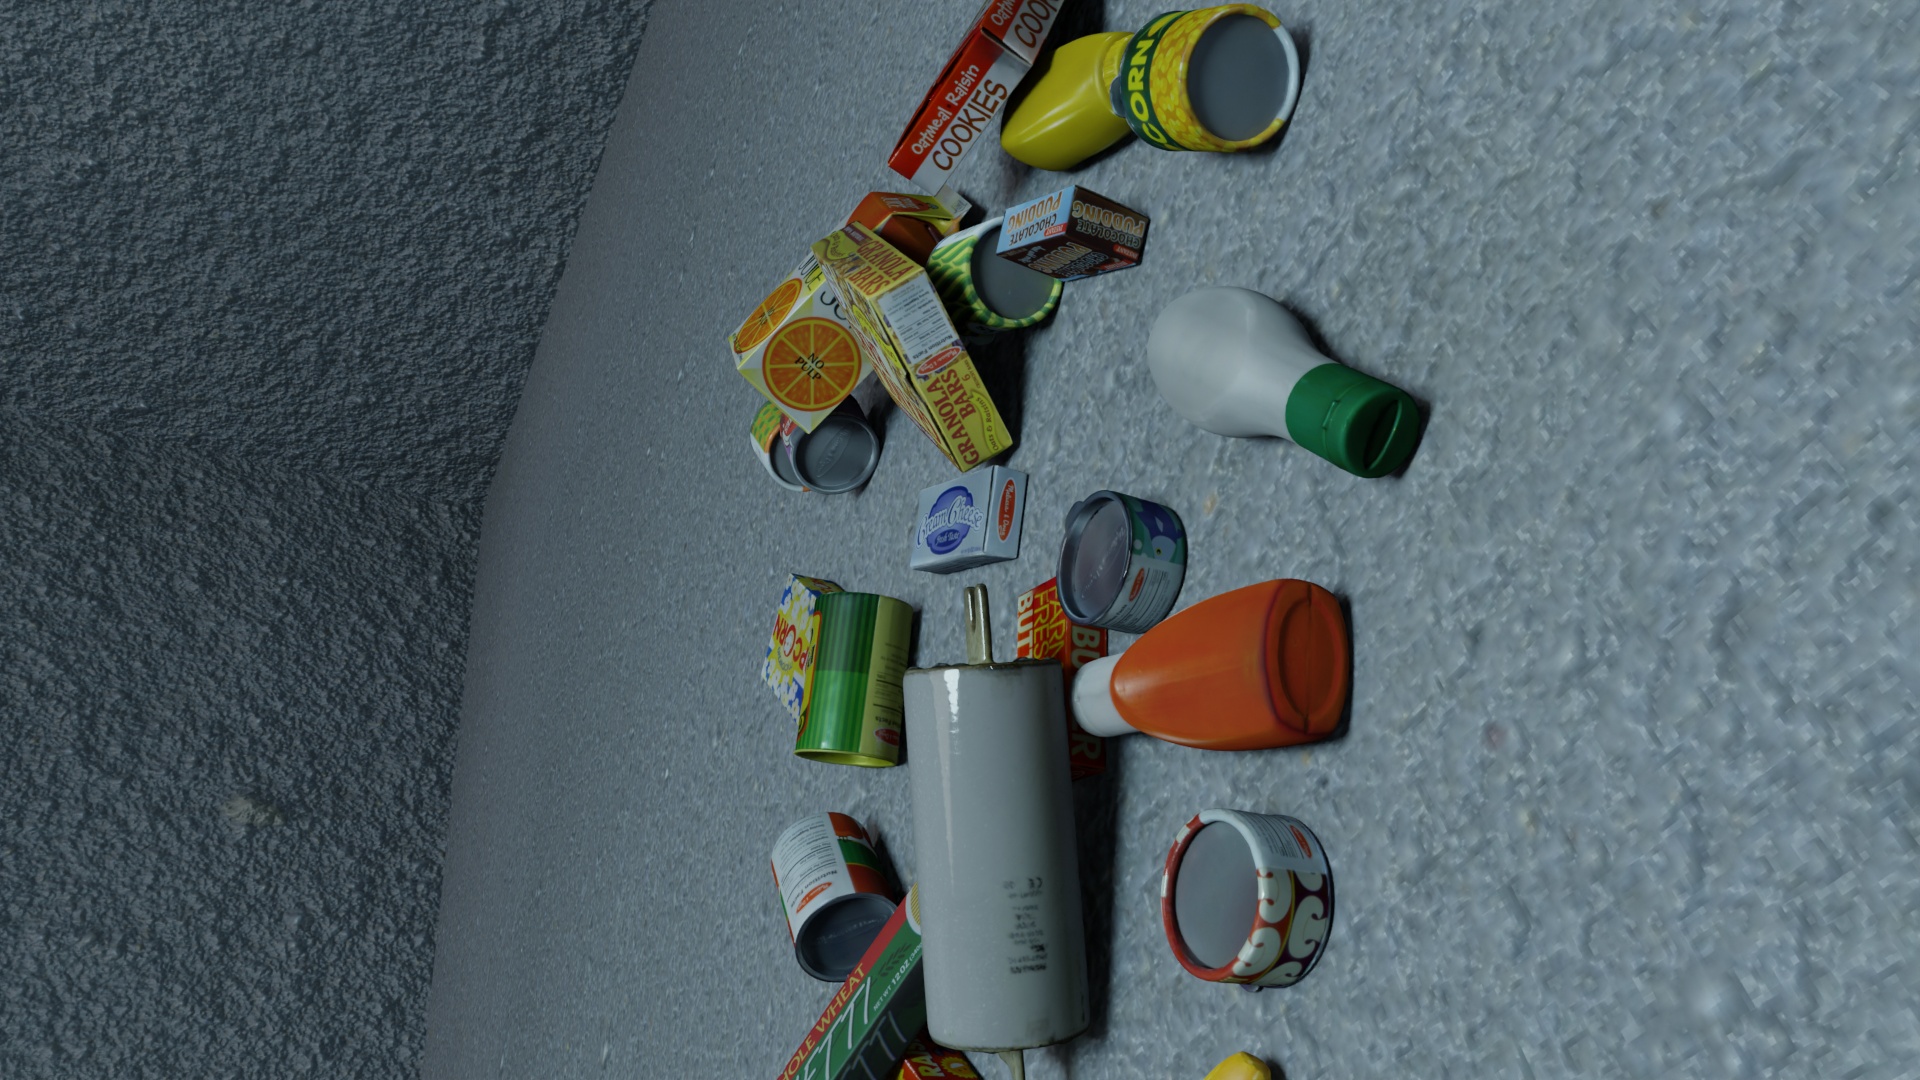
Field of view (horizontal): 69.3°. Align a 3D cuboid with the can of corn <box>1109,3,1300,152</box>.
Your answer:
[{"bbox_3d":[0.115,-0.217,0.656,0.058,0.071,0.071,34,109,63],"label":"can of corn"}]

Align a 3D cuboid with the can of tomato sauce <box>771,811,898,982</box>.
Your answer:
[{"bbox_3d":[-0.076,0.219,0.853,0.071,0.071,0.083,-68,26,18],"label":"can of tomato sauce"}]

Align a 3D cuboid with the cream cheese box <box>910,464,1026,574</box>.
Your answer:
[{"bbox_3d":[0.003,-0.011,0.845,0.103,0.024,0.053,-14,65,63],"label":"cream cheese box"}]

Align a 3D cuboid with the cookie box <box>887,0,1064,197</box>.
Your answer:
[{"bbox_3d":[0.021,-0.309,0.865,0.122,0.040,0.168,-43,19,50],"label":"cookie box"}]

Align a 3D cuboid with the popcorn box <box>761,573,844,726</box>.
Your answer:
[{"bbox_3d":[-0.102,0.082,1.004,0.127,0.038,0.085,33,108,64],"label":"popcorn box"}]

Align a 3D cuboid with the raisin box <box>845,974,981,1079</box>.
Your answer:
[{"bbox_3d":[-0.036,0.304,0.756,0.123,0.040,0.086,23,98,66],"label":"raisin box"}]

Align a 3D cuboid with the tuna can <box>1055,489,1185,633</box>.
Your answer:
[{"bbox_3d":[0.076,0.009,0.671,0.070,0.033,0.071,-39,44,53],"label":"tuna can"}]

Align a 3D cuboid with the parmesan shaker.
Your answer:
[{"bbox_3d":[-0.067,0.091,0.898,0.071,0.071,0.103,-25,55,60],"label":"parmesan shaker"}]

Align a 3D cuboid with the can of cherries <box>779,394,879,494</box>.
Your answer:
[{"bbox_3d":[-0.101,-0.078,1.043,0.071,0.071,0.058,-66,26,22],"label":"can of cherries"}]

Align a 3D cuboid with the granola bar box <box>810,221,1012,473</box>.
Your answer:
[{"bbox_3d":[-0.034,-0.124,0.868,0.039,0.123,0.166,-31,27,-4],"label":"granola bar box"}]

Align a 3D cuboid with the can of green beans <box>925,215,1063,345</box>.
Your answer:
[{"bbox_3d":[0.020,-0.157,0.832,0.058,0.071,0.071,5,82,65],"label":"can of green beans"}]

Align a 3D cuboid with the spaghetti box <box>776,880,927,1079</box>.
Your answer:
[{"bbox_3d":[-0.055,0.264,0.725,0.250,0.028,0.050,-55,23,-2],"label":"spaghetti box"}]

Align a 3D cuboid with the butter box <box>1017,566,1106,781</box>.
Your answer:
[{"bbox_3d":[0.051,0.070,0.705,0.053,0.024,0.104,-33,49,55],"label":"butter box"}]

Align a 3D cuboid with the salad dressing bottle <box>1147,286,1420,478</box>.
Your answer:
[{"bbox_3d":[0.131,-0.066,0.581,0.064,0.044,0.148,-68,27,14],"label":"salad dressing bottle"}]

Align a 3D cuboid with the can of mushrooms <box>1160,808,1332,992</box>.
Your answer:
[{"bbox_3d":[0.108,0.140,0.538,0.070,0.033,0.071,-38,45,52],"label":"can of mushrooms"}]

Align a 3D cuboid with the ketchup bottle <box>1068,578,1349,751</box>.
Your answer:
[{"bbox_3d":[0.098,0.059,0.587,0.148,0.043,0.065,-24,56,60],"label":"ketchup bottle"}]

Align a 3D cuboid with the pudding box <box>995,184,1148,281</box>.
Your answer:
[{"bbox_3d":[0.061,-0.169,0.771,0.083,0.050,0.030,8,83,65],"label":"pudding box"}]

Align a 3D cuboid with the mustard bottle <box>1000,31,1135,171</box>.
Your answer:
[{"bbox_3d":[0.077,-0.250,0.777,0.160,0.049,0.065,9,80,65],"label":"mustard bottle"}]

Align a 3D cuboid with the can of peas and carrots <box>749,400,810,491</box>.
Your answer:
[{"bbox_3d":[-0.129,-0.080,1.111,0.059,0.071,0.070,46,120,61],"label":"can of peas and carrots"}]

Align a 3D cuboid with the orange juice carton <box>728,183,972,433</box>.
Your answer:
[{"bbox_3d":[-0.070,-0.175,0.975,0.192,0.073,0.072,-44,28,8],"label":"orange juice carton"}]
